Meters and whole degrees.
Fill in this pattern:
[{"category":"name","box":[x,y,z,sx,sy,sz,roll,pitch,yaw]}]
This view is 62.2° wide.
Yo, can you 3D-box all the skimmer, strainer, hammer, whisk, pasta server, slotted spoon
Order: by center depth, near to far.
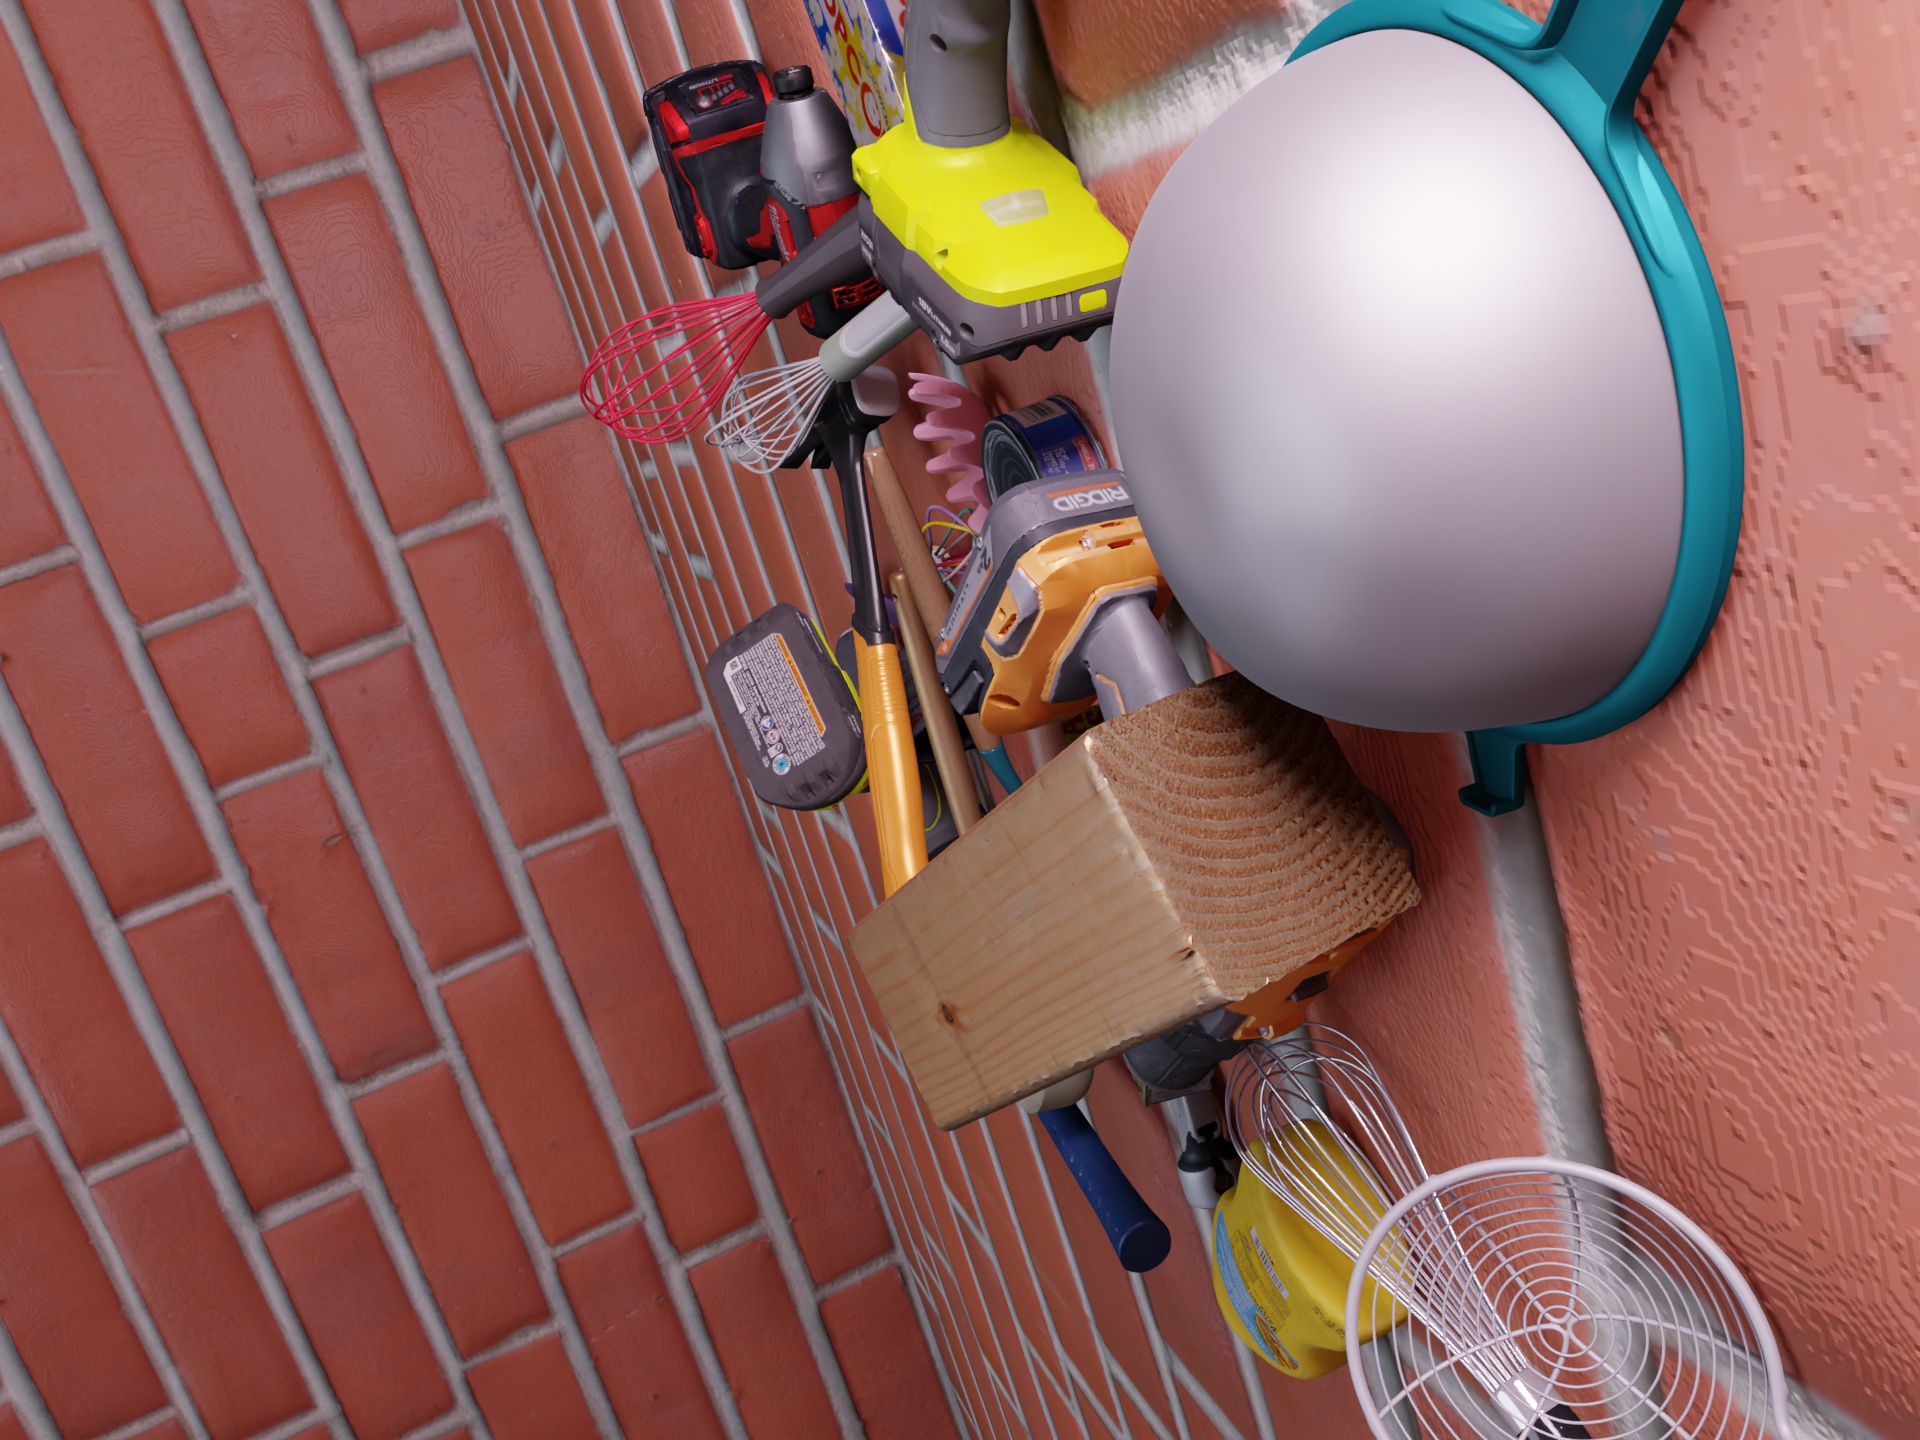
[{"category":"skimmer","box":[0.230,0.221,0.374,0.363,0.090,0.127,-155,78,-68]},{"category":"strainer","box":[0.101,-0.108,0.379,0.340,0.095,0.211,94,152,-63]},{"category":"whisk","box":[0.195,0.232,0.610,0.285,0.070,0.070,53,160,34]},{"category":"pasta server","box":[0.026,-0.029,0.783,0.060,0.040,0.316,96,161,-75]},{"category":"whisk","box":[-0.114,-0.222,0.869,0.296,0.073,0.073,-19,92,42]},{"category":"whisk","box":[-0.072,-0.195,0.875,0.246,0.059,0.058,-21,86,53]},{"category":"hammer","box":[-0.052,-0.028,0.932,0.127,0.034,0.337,-31,65,61]},{"category":"whisk","box":[-0.009,-0.093,0.950,0.245,0.047,0.051,180,82,-80]},{"category":"slotted spoon","box":[0.005,0.057,0.991,0.070,0.031,0.313,8,118,55]},{"category":"hammer","box":[0.071,0.182,1.052,0.409,0.036,0.149,-166,57,-74]},{"category":"hammer","box":[0.037,0.221,1.094,0.406,0.035,0.144,-128,24,-55]}]

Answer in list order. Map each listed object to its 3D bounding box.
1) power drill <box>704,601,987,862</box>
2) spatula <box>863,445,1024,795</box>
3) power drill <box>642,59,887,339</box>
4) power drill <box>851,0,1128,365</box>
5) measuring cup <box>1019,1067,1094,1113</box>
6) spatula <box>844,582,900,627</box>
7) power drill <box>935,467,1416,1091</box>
[{"category":"power drill","box":[-0.076,-0.002,1.103,0.191,0.080,0.228,63,-164,22]},{"category":"spatula","box":[-0.001,-0.003,0.883,0.082,0.044,0.317,-127,14,-63]},{"category":"power drill","box":[-0.111,-0.319,0.935,0.220,0.078,0.143,45,154,52]},{"category":"power drill","box":[0.011,-0.250,0.564,0.223,0.080,0.171,87,158,-44]},{"category":"measuring cup","box":[0.055,0.151,0.953,0.083,0.038,0.167,-157,67,-70]},{"category":"spatula","box":[-0.023,-0.071,1.056,0.059,0.018,0.316,36,174,-19]},{"category":"power drill","box":[0.074,0.032,0.660,0.226,0.084,0.185,59,147,27]}]
